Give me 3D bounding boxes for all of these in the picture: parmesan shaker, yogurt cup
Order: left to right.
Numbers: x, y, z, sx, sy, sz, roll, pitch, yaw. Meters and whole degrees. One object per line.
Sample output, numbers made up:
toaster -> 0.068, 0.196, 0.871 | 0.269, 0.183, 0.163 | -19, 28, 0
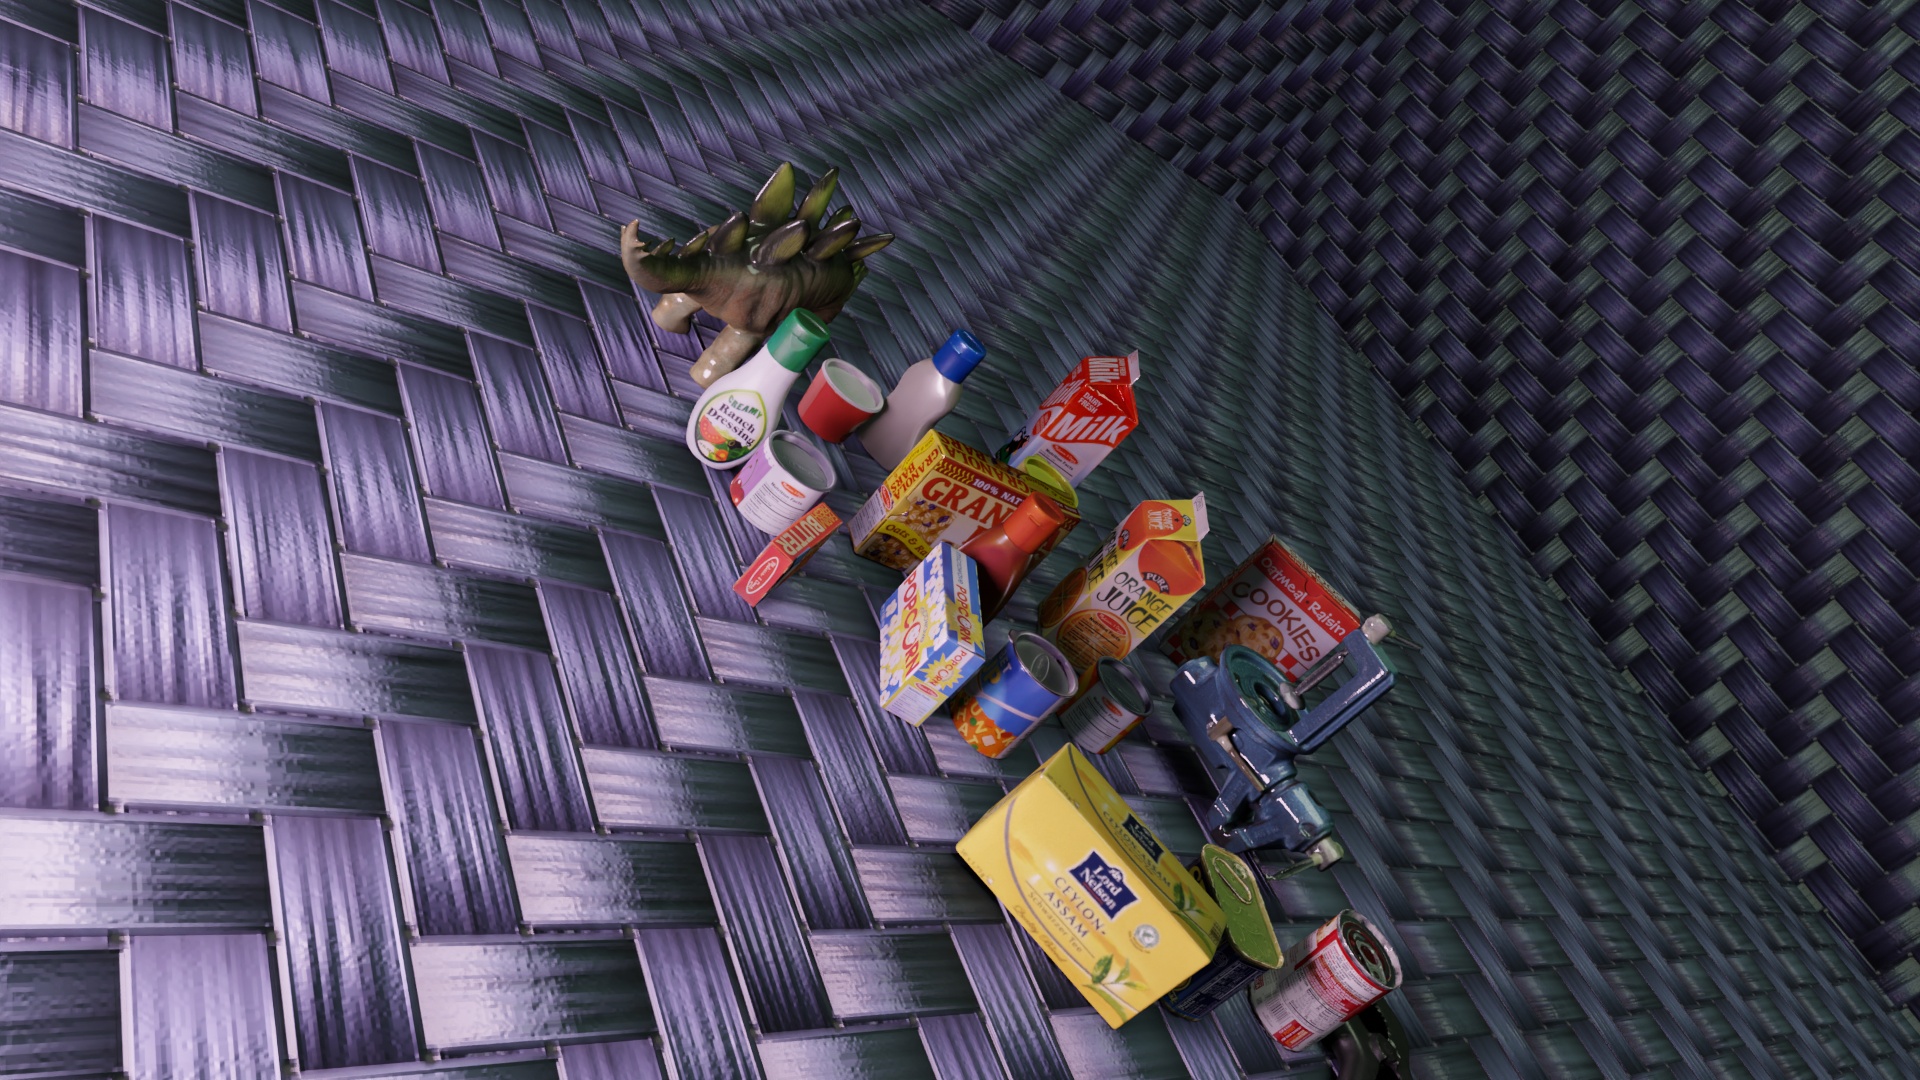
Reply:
yogurt cup -> -0.114, -0.127, 1.290 | 0.072, 0.053, 0.073 | 34, 27, -20
parmesan shaker -> 0.052, -0.023, 1.313 | 0.071, 0.102, 0.072 | 34, 27, -20

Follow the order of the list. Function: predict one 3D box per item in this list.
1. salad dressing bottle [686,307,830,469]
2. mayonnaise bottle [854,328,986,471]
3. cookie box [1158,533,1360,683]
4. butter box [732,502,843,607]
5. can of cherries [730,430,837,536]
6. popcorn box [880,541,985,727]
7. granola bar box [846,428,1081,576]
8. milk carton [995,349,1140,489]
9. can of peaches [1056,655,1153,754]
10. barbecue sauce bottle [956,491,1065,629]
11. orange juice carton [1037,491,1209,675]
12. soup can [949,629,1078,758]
salad dressing bottle -> -0.160, -0.121, 1.105 | 0.064, 0.147, 0.044 | 37, 26, -13
mayonnaise bottle -> -0.034, -0.134, 1.306 | 0.065, 0.147, 0.041 | 50, 26, 13
cookie box -> 0.307, 0.093, 1.427 | 0.123, 0.166, 0.040 | 42, 25, -2
butter box -> -0.130, 0.009, 1.059 | 0.024, 0.053, 0.104 | 43, 25, 0
can of cherries -> -0.143, -0.047, 1.121 | 0.071, 0.058, 0.072 | 34, 27, -20
popcorn box -> -0.024, 0.071, 1.082 | 0.038, 0.085, 0.127 | 32, 28, -23
granola bar box -> 0.004, -0.015, 1.208 | 0.165, 0.123, 0.039 | 23, 32, -37
milk carton -> 0.123, -0.121, 1.464 | 0.073, 0.190, 0.073 | 36, 26, -17
can of peaches -> 0.126, 0.144, 1.217 | 0.071, 0.058, 0.071 | 34, 27, -20
barbecue sauce bottle -> 0.026, 0.021, 1.155 | 0.065, 0.148, 0.044 | 45, 25, 3
orange juice carton -> 0.159, 0.036, 1.273 | 0.073, 0.192, 0.072 | 36, 26, -15
soup can -> 0.040, 0.120, 1.098 | 0.071, 0.083, 0.072 | 34, 27, -20
